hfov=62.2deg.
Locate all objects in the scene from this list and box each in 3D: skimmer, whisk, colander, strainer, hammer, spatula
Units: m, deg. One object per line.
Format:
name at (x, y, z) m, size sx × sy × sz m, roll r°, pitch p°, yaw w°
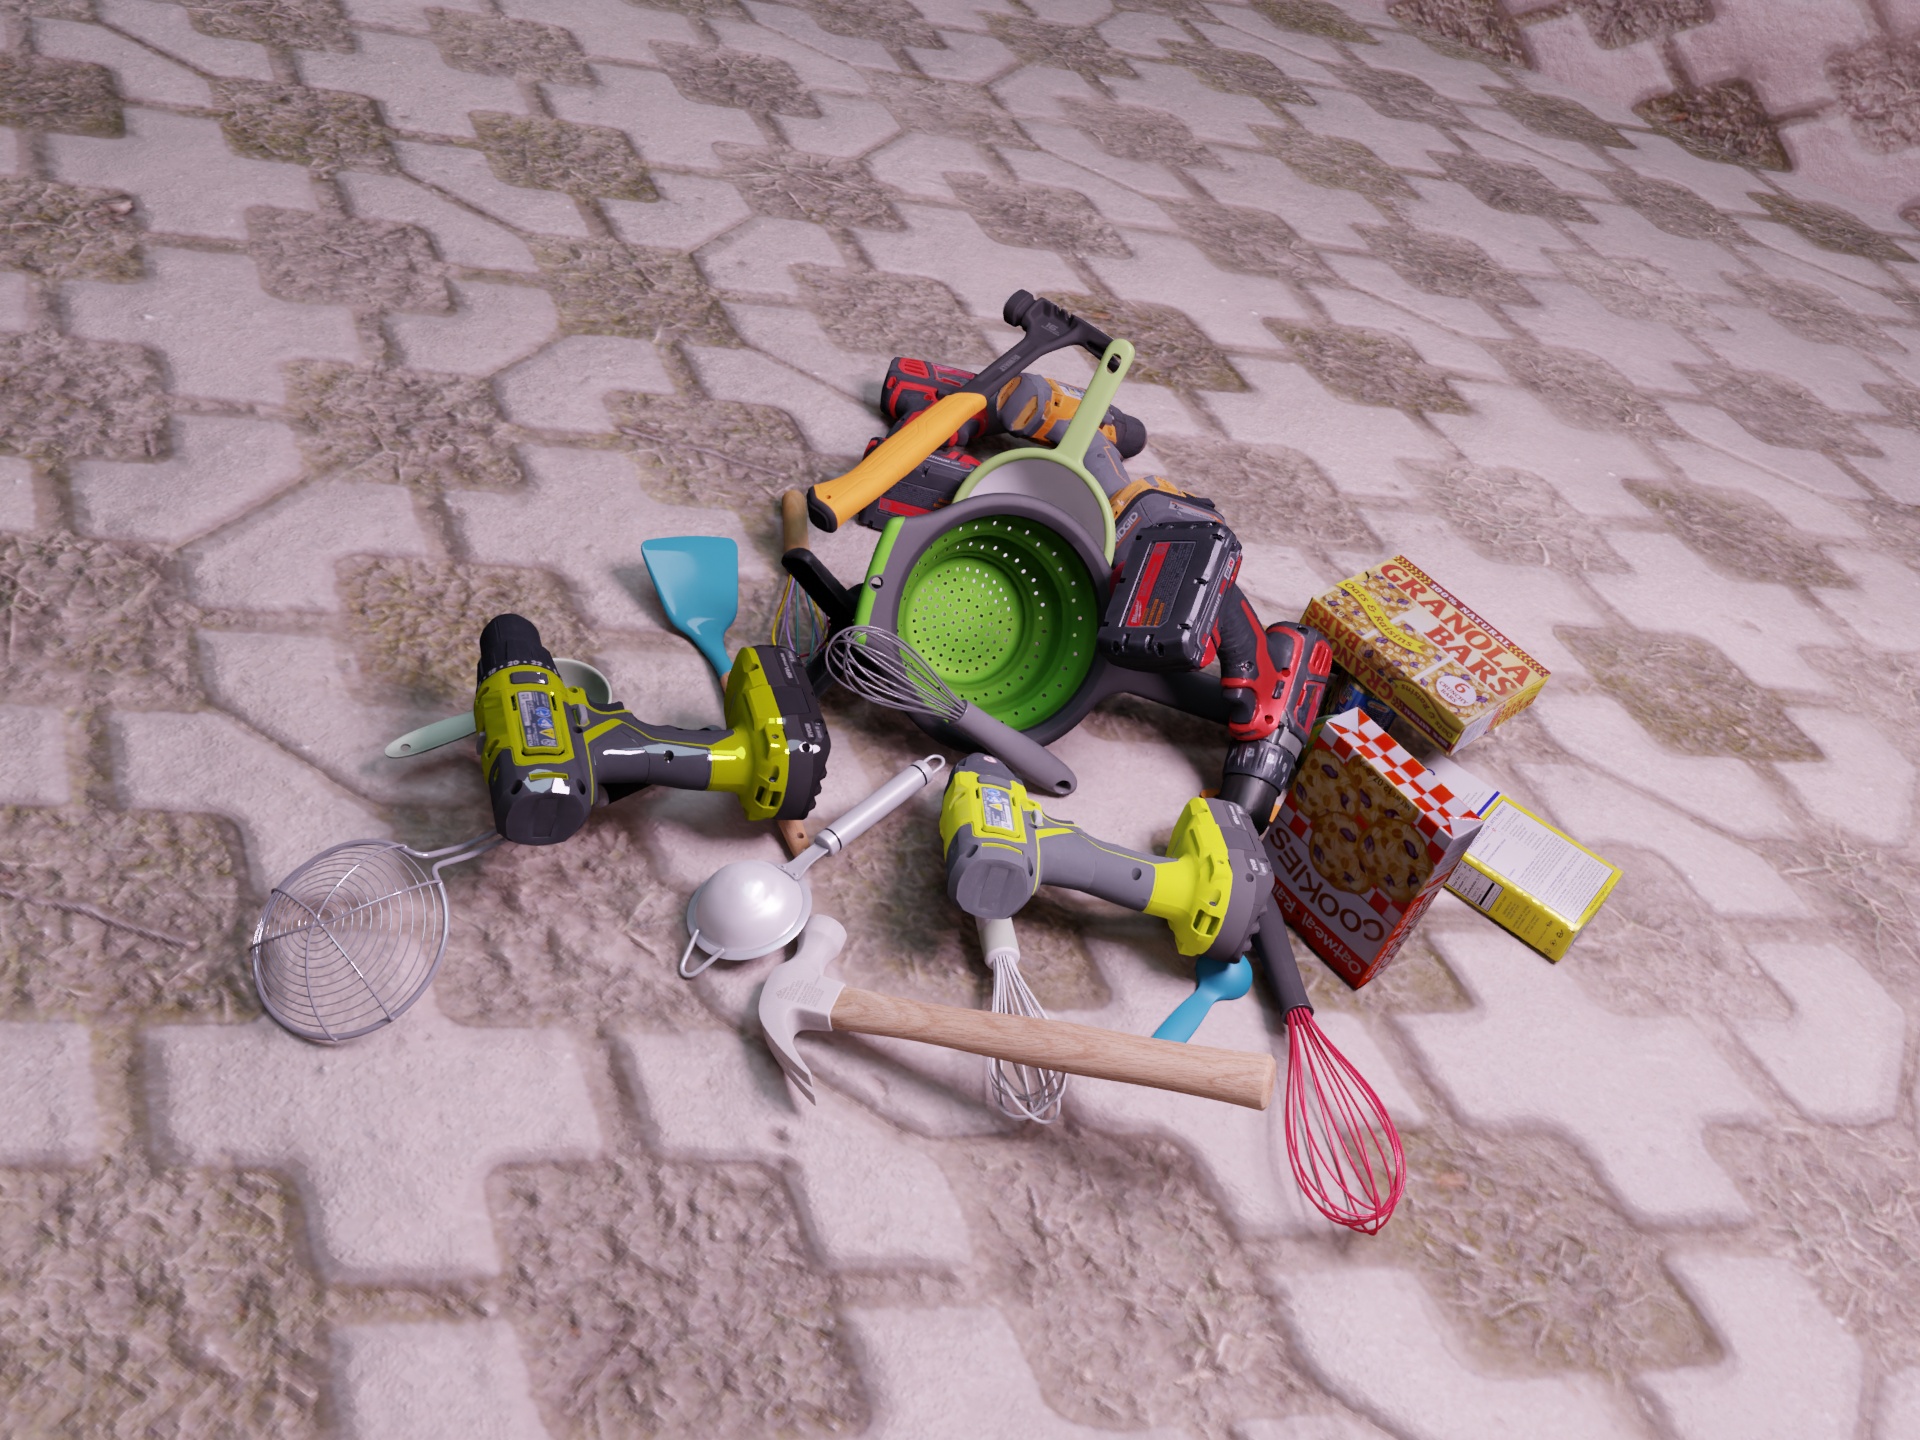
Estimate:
skimmer at (-0.300, 0.092, 1.081) m, size 0.127 × 0.090 × 0.363 m, roll 37°, pitch 37°, yaw 21°
whisk at (0.029, 0.169, 1.086) m, size 0.059 × 0.058 × 0.247 m, roll 33°, pitch 28°, yaw -34°
whisk at (0.236, 0.217, 1.088) m, size 0.073 × 0.073 × 0.296 m, roll 4°, pitch 40°, yaw -12°
colander at (0.090, -0.055, 1.294) m, size 0.396 × 0.204 × 0.094 m, roll 17°, pitch 0°, yaw -22°
whisk at (-0.002, -0.003, 1.190) m, size 0.238 × 0.055 × 0.055 m, roll 33°, pitch 37°, yaw -26°
whisk at (-0.138, -0.120, 1.333) m, size 0.047 × 0.051 × 0.245 m, roll -1°, pitch 43°, yaw -9°
strainer at (-0.100, 0.088, 1.113) m, size 0.087 × 0.050 × 0.258 m, roll 28°, pitch 47°, yaw 32°
hammer at (-0.003, -0.263, 1.385) m, size 0.127 × 0.034 × 0.337 m, roll 35°, pitch 60°, yaw 22°
hammer at (0.028, 0.199, 0.992) m, size 0.331 × 0.031 × 0.130 m, roll 7°, pitch 41°, yaw 19°
spatula at (-0.170, -0.023, 1.223) m, size 0.082 × 0.044 × 0.318 m, roll -5°, pitch 48°, yaw -29°
strainer at (0.090, -0.205, 1.370) m, size 0.151 × 0.256 × 0.069 m, roll 29°, pitch 12°, yaw 14°

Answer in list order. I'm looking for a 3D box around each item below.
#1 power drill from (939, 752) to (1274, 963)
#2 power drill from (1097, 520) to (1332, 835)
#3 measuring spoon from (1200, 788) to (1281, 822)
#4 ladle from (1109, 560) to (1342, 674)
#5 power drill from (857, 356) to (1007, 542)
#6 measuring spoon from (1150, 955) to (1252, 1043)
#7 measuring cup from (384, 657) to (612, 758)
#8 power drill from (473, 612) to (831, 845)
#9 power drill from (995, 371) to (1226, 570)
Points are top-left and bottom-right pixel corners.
power drill at (0.096, 0.089, 1.134) m, size 0.223 × 0.080 × 0.171 m, roll 13°, pitch 26°, yaw -10°
power drill at (0.197, -0.025, 1.202) m, size 0.080 × 0.226 × 0.188 m, roll 5°, pitch 65°, yaw 42°
measuring spoon at (0.247, 0.076, 1.268) m, size 0.117 × 0.011 × 0.021 m, roll 16°, pitch 48°, yaw 6°
ladle at (0.237, -0.073, 1.310) m, size 0.315 × 0.031 × 0.069 m, roll 15°, pitch 60°, yaw -42°
power drill at (-0.016, -0.259, 1.487) m, size 0.143 × 0.078 × 0.220 m, roll 14°, pitch 41°, yaw -2°
measuring spoon at (0.166, 0.197, 1.110) m, size 0.042 × 0.021 × 0.128 m, roll 34°, pitch 45°, yaw 18°
measuring cup at (-0.333, 0.007, 1.153) m, size 0.167 × 0.038 × 0.083 m, roll -22°, pitch 55°, yaw -30°
power drill at (-0.221, -0.002, 1.104) m, size 0.228 × 0.080 × 0.191 m, roll 1°, pitch 43°, yaw -25°
power drill at (0.151, -0.228, 1.478) m, size 0.185 × 0.084 × 0.226 m, roll 5°, pitch 42°, yaw -47°
